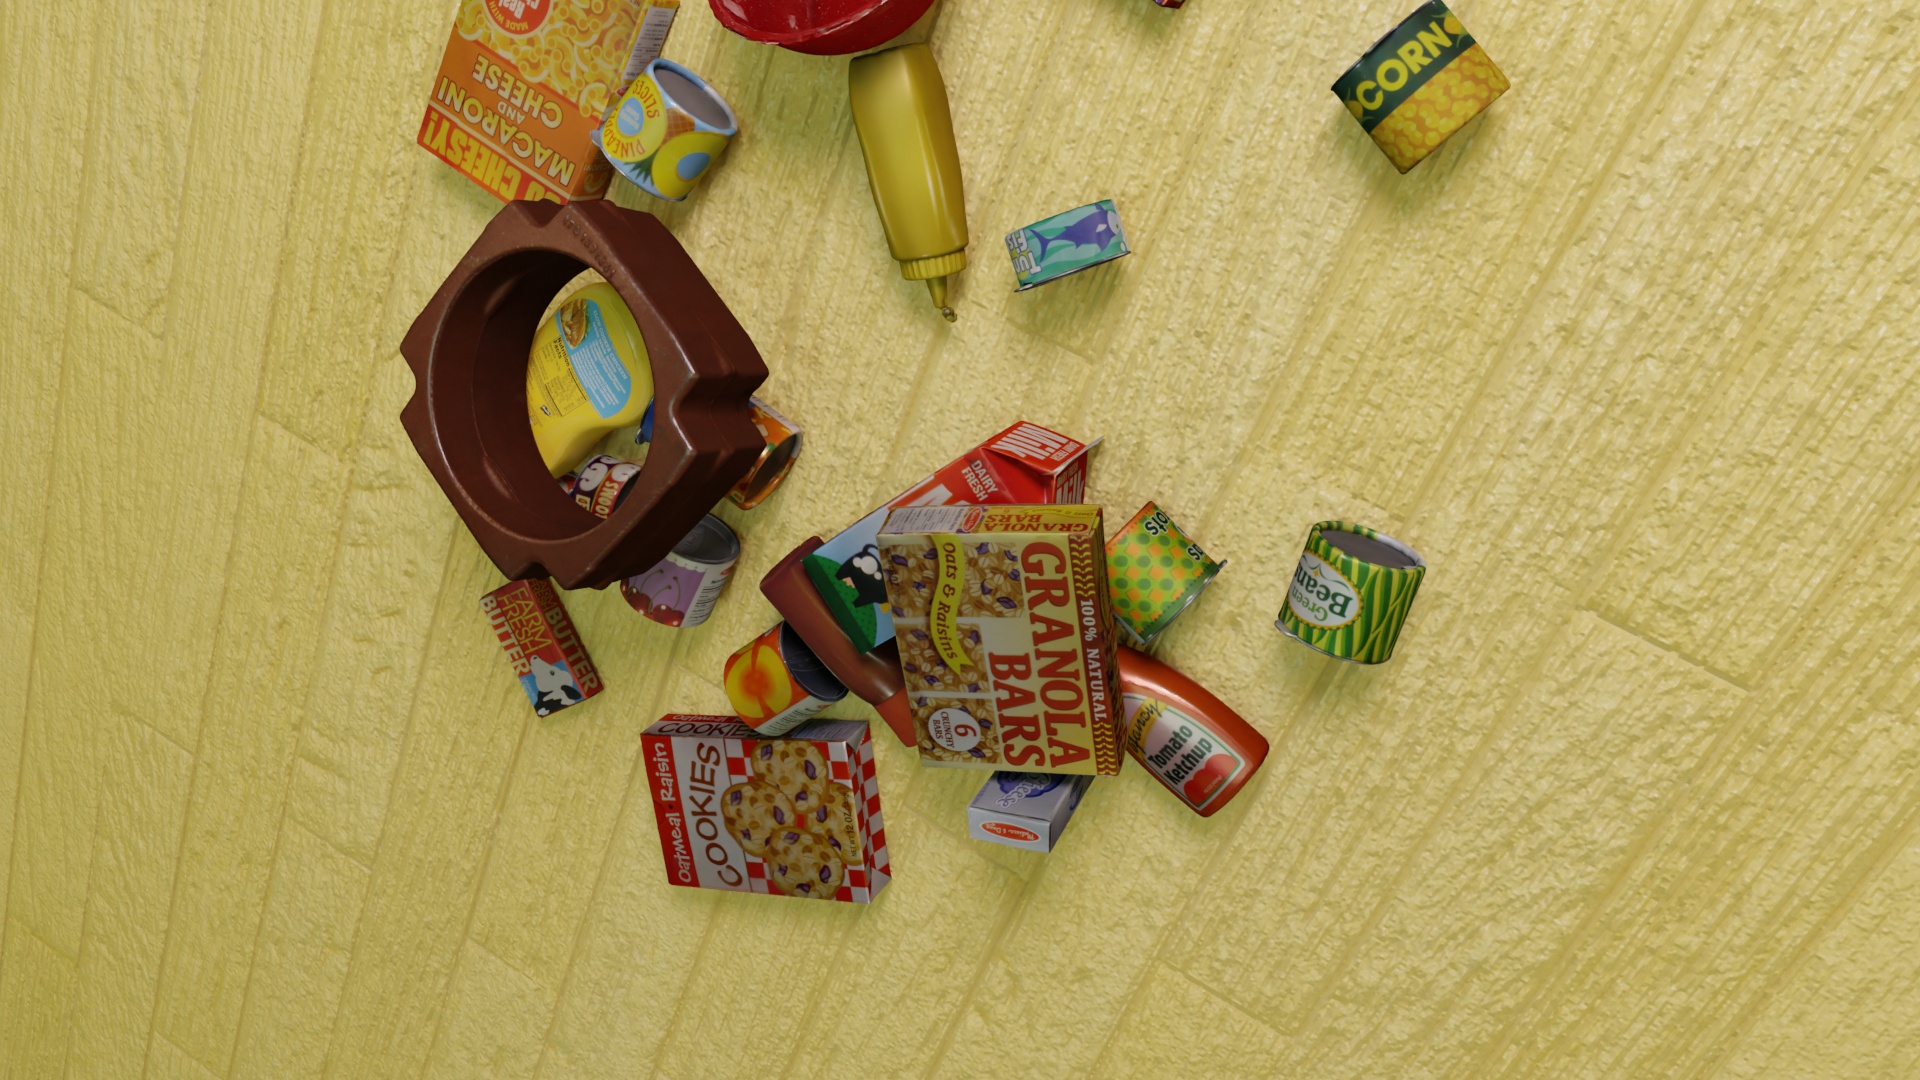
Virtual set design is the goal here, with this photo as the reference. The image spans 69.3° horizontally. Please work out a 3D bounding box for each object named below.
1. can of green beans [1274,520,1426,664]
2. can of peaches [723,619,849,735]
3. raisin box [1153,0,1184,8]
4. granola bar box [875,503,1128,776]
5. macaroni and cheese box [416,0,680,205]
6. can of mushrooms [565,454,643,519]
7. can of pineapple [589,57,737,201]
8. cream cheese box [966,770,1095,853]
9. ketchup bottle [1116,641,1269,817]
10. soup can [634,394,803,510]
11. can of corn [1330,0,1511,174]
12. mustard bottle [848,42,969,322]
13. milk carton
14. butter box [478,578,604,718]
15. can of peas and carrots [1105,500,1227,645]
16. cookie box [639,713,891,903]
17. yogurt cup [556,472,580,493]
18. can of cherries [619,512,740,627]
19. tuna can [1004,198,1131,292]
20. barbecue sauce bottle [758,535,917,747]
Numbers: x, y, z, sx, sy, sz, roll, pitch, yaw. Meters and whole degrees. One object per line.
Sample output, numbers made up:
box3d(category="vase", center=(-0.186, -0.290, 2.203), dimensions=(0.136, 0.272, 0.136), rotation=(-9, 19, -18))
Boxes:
box3d(category="can of green beans", center=(0.219, 0.028, 0.776), dimensions=(0.071, 0.071, 0.057), rotation=(21, 113, 15))
box3d(category="can of peaches", center=(-0.117, 0.089, 0.934), dimensions=(0.058, 0.071, 0.071), rotation=(-34, 92, 28))
box3d(category="raisin box", center=(0.090, -0.352, 0.728), dimensions=(0.123, 0.040, 0.085), rotation=(41, 116, 5))
box3d(category="granola bar box", center=(0.027, 0.058, 0.808), dimensions=(0.124, 0.039, 0.164), rotation=(0, 120, 16))
box3d(category="macaroni and cheese box", center=(-0.266, -0.299, 0.890), dimensions=(0.124, 0.040, 0.165), rotation=(35, 115, 9))
box3d(category="can of mushrooms", center=(-0.237, -0.022, 0.946), dimensions=(0.033, 0.071, 0.070), rotation=(16, 112, 15))
box3d(category="can of pineapple", center=(-0.181, -0.252, 0.852), dimensions=(0.071, 0.071, 0.057), rotation=(48, 116, 3))
box3d(category="cream cheese box", center=(0.048, 0.153, 0.864), dimensions=(0.053, 0.104, 0.024), rotation=(7, 113, 21))
box3d(category="ketchup bottle", center=(0.114, 0.101, 0.855), dimensions=(0.149, 0.044, 0.064), rotation=(40, 123, 7))
box3d(category="soup can", center=(-0.155, -0.066, 0.899), dimensions=(0.084, 0.071, 0.071), rotation=(36, 116, 8))
box3d(category="can of corn", center=(0.229, -0.226, 0.692), dimensions=(0.071, 0.071, 0.058), rotation=(-39, 90, 27))
box3d(category="mustard bottle", center=(-0.025, -0.204, 0.808), dimensions=(0.049, 0.065, 0.159), rotation=(-6, 108, 19))
box3d(category="milk carton", center=(0.003, -0.011, 0.850), dimensions=(0.190, 0.072, 0.073), rotation=(-31, 93, 27))
box3d(category="butter box", center=(-0.312, 0.077, 1.033), dimensions=(0.053, 0.024, 0.103), rotation=(-22, 97, 27))
box3d(category="can of peas and carrots", center=(0.111, 0.017, 0.818), dimensions=(0.059, 0.071, 0.070), rotation=(44, 117, 5))
box3d(category="cookie box", center=(-0.140, 0.189, 0.987), dimensions=(0.167, 0.040, 0.122), rotation=(-1, 106, 23))
box3d(category="yogurt cup", center=(-0.293, -0.010, 0.982), dimensions=(0.072, 0.054, 0.072), rotation=(7, 109, 21))
box3d(category="can of cherries", center=(-0.193, 0.016, 0.942), dimensions=(0.071, 0.072, 0.058), rotation=(33, 117, 10))
box3d(category="tuna can", center=(0.058, -0.165, 0.781), dimensions=(0.071, 0.071, 0.032), rotation=(-15, 98, 26))
box3d(category="barbecue sauce bottle", center=(-0.067, 0.069, 0.911), dimensions=(0.043, 0.065, 0.148), rotation=(-35, 99, 23))
